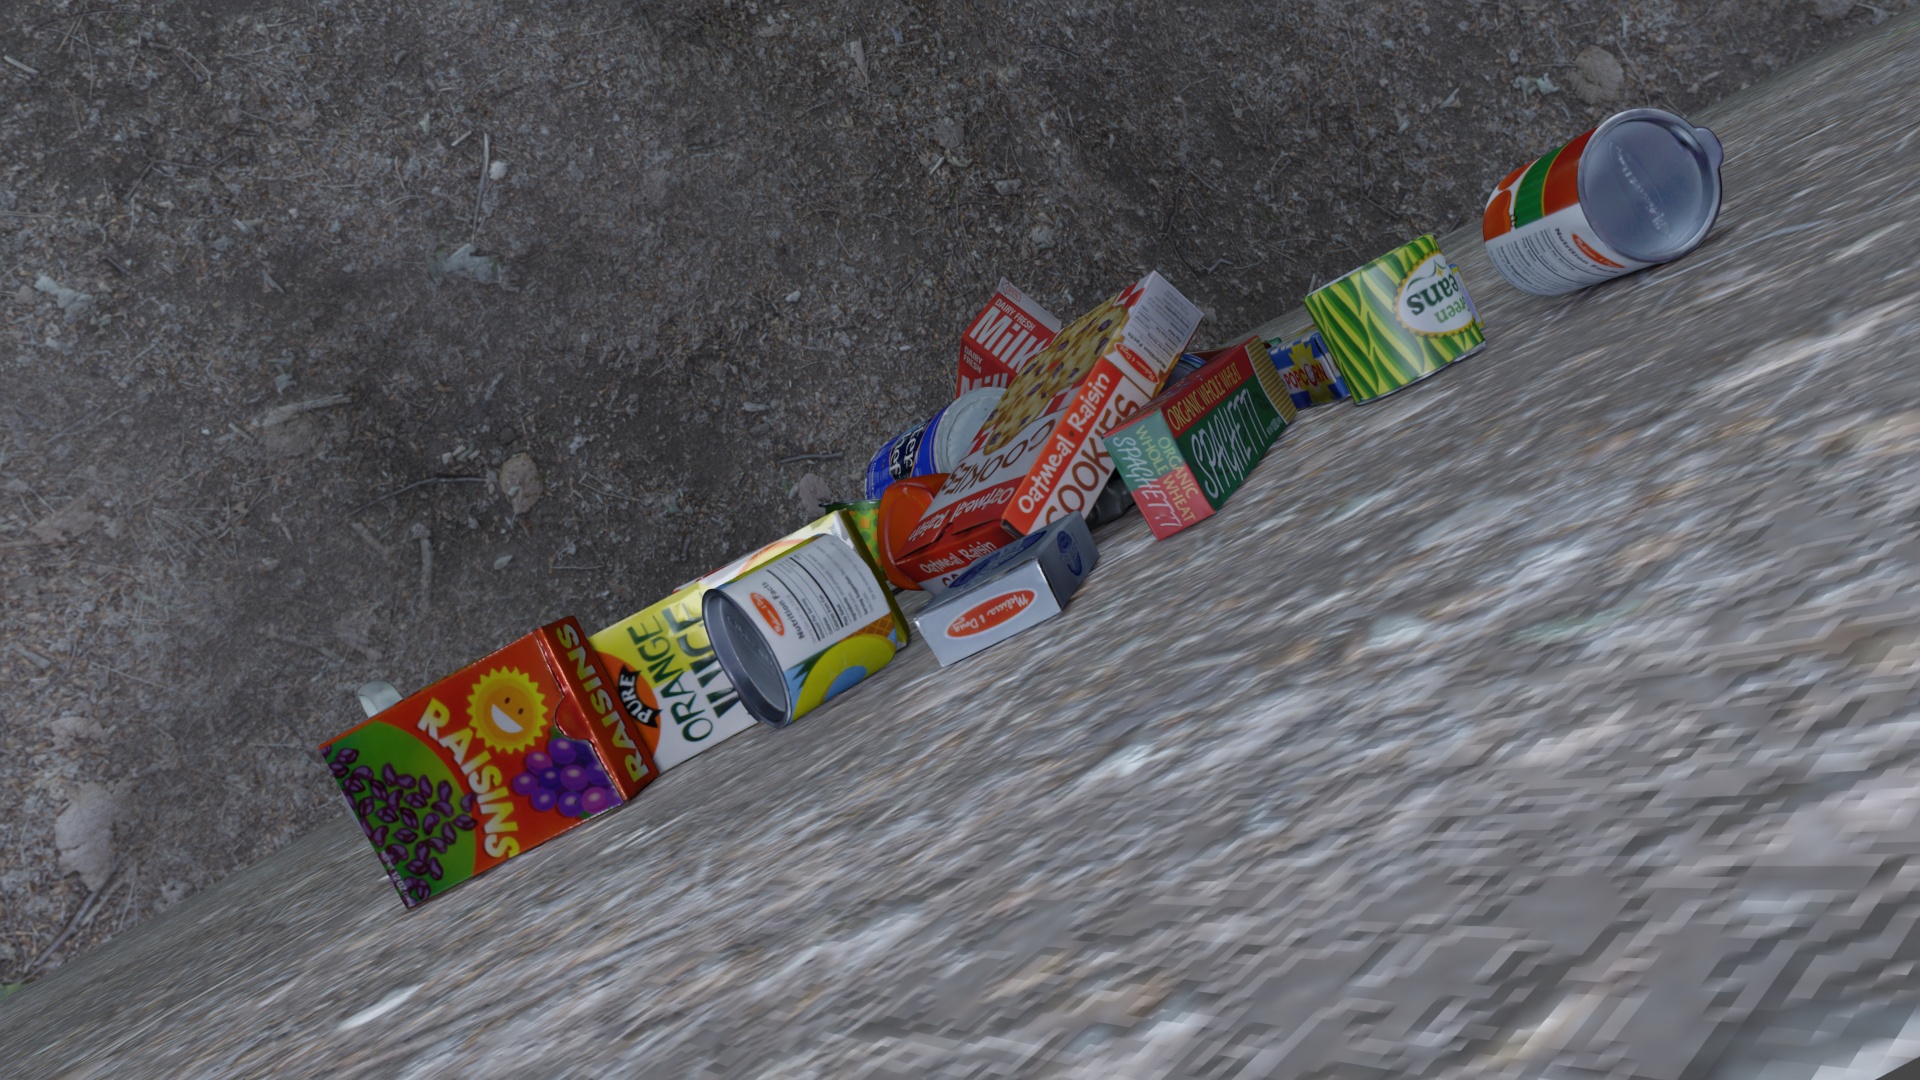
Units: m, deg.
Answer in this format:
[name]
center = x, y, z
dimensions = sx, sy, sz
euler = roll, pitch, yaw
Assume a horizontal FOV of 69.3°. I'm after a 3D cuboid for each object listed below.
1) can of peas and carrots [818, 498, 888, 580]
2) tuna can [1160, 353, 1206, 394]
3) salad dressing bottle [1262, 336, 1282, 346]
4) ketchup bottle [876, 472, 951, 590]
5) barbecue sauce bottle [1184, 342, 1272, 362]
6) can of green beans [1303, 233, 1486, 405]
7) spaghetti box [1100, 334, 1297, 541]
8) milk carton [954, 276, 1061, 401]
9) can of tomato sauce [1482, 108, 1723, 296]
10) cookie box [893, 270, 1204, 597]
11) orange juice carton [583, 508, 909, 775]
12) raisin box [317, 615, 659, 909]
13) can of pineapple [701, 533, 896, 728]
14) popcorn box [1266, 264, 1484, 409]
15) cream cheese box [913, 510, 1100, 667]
[can of peas and carrots]
center = -0.065, 0.001, 0.995
dimensions = 0.071, 0.058, 0.071
euler = -4, -1, 0
[tuna can]
center = 0.120, -0.072, 0.781
dimensions = 0.071, 0.071, 0.033
euler = -26, 2, 24
[salad dressing bottle]
center = 0.160, -0.093, 0.964
dimensions = 0.147, 0.044, 0.064
euler = -25, 2, 18
[ketchup bottle]
center = 0.003, -0.010, 0.832
dimensions = 0.043, 0.064, 0.149
euler = 1, 7, 25
[barbecue sauce bottle]
center = 0.133, -0.093, 0.864
dimensions = 0.149, 0.044, 0.064
euler = -11, -15, -38
[can of green beans]
center = 0.205, -0.105, 0.658
dimensions = 0.071, 0.058, 0.071
euler = -27, 3, 2
[spaghetti box]
center = 0.119, -0.055, 0.652
dimensions = 0.028, 0.050, 0.251
euler = -27, 3, 25
[milk carton]
center = 0.045, -0.117, 1.121
dimensions = 0.074, 0.072, 0.189
euler = -29, -34, -30
[can of tomato sauce]
center = 0.288, -0.151, 0.628
dimensions = 0.071, 0.071, 0.083
euler = -28, 3, -7
[cookie box]
center = 0.043, -0.051, 0.721
dimensions = 0.168, 0.040, 0.122
euler = -57, 16, -25
[orange juice carton]
center = -0.125, 0.059, 0.670
dimensions = 0.193, 0.072, 0.073
euler = -27, 3, -2
[raisin box]
center = -0.210, 0.098, 0.621
dimensions = 0.123, 0.086, 0.040
euler = -27, 1, 12
[can of pineapple]
center = -0.069, 0.038, 0.595
dimensions = 0.058, 0.071, 0.071
euler = -29, 3, -28
[popcorn box]
center = 0.220, -0.109, 0.770
dimensions = 0.085, 0.038, 0.127
euler = -27, 3, -3
[cream cheese box]
center = 0.021, 0.017, 0.552
dimensions = 0.053, 0.024, 0.104
euler = -26, 4, 17
